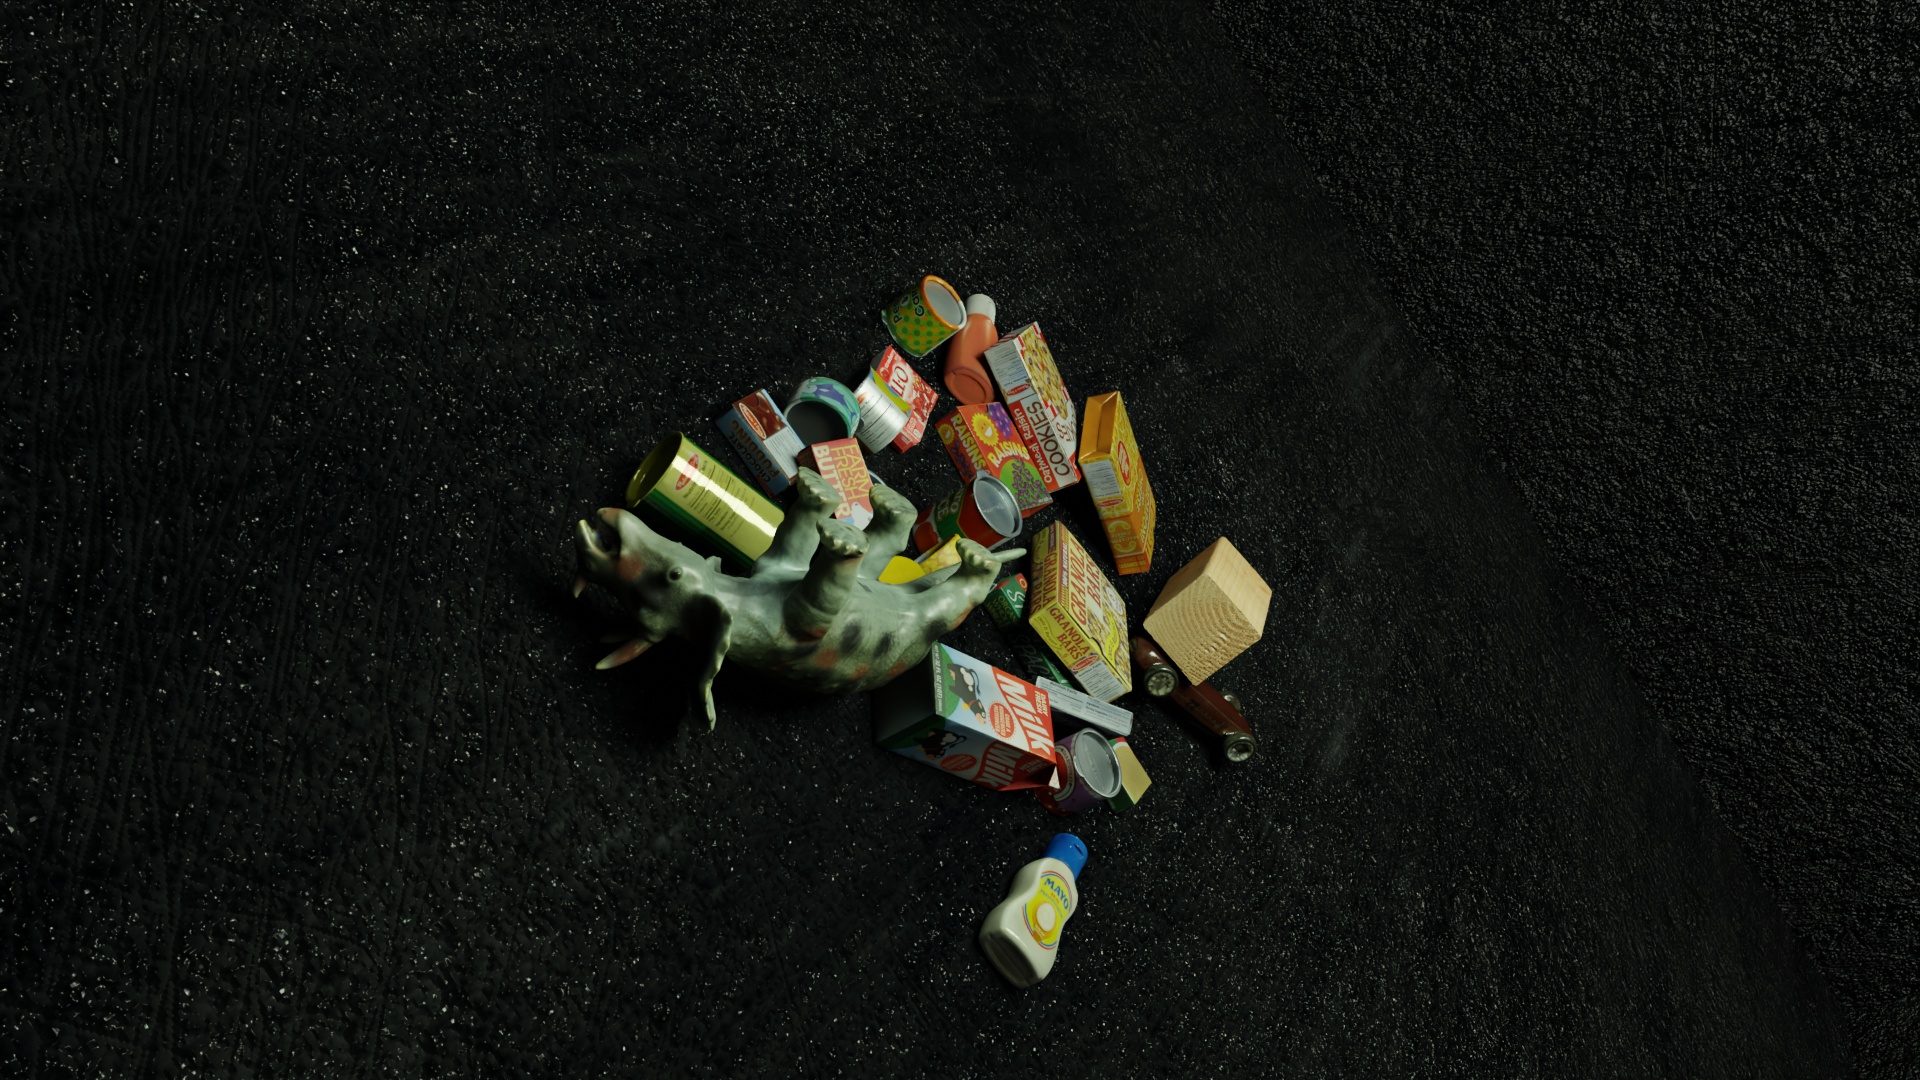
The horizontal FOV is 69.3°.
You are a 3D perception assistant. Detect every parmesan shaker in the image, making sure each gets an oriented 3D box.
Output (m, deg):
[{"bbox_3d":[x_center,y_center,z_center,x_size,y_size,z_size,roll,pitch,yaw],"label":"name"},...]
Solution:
[{"bbox_3d":[-0.197,-0.025,1.065,0.103,0.071,0.072,39,37,-28],"label":"parmesan shaker"}]

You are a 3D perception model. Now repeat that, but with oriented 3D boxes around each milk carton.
[{"bbox_3d":[0.018,0.157,1.189,0.190,0.073,0.073,27,44,-39],"label":"milk carton"}]

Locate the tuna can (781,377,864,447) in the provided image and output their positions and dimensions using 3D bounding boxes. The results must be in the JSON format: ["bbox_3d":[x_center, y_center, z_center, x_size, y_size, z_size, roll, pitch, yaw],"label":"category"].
[{"bbox_3d":[-0.121,-0.107,1.227,0.071,0.071,0.033,44,37,-21],"label":"tuna can"}]

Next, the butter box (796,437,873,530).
[{"bbox_3d":[-0.097,-0.034,1.180,0.053,0.024,0.103,-15,82,-44],"label":"butter box"}]

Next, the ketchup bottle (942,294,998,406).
[{"bbox_3d":[0.016,-0.211,1.514,0.064,0.043,0.149,44,35,-31],"label":"ketchup bottle"}]

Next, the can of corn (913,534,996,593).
[{"bbox_3d":[-0.011,0.035,1.254,0.058,0.071,0.071,54,33,-5],"label":"can of corn"}]

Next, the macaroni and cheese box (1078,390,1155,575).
[{"bbox_3d":[0.178,-0.064,1.552,0.124,0.040,0.165,-76,149,-49],"label":"macaroni and cheese box"}]

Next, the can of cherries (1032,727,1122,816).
[{"bbox_3d":[0.103,0.212,1.271,0.071,0.058,0.072,32,42,-35],"label":"can of cherries"}]

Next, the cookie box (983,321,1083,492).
[{"bbox_3d":[0.089,-0.147,1.512,0.167,0.040,0.123,65,20,-10],"label":"cookie box"}]

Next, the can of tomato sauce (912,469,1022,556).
[{"bbox_3d":[0.005,-0.016,1.304,0.071,0.083,0.071,33,40,-34],"label":"can of tomato sauce"}]

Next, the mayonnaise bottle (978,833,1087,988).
[{"bbox_3d":[0.067,0.303,1.164,0.064,0.041,0.149,52,34,-6],"label":"mayonnaise bottle"}]

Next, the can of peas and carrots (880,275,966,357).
[{"bbox_3d":[-0.038,-0.236,1.450,0.071,0.058,0.071,33,40,-33],"label":"can of peas and carrots"}]

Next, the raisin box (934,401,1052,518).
[{"bbox_3d":[0.035,-0.080,1.437,0.086,0.040,0.123,-16,76,-55],"label":"raisin box"}]

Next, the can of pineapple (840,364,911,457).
[{"bbox_3d":[-0.088,-0.120,1.284,0.058,0.070,0.071,45,35,-21],"label":"can of pineapple"}]

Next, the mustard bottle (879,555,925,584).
[{"bbox_3d":[-0.089,0.048,1.160,0.160,0.048,0.065,-1,67,-52],"label":"mustard bottle"}]

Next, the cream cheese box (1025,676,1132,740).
[{"bbox_3d":[0.103,0.158,1.289,0.104,0.053,0.024,23,68,-17],"label":"cream cheese box"}]

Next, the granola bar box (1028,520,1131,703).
[{"bbox_3d":[0.119,0.070,1.385,0.124,0.039,0.166,50,21,-20],"label":"granola bar box"}]

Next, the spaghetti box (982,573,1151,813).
[{"bbox_3d":[0.103,0.146,1.350,0.250,0.028,0.050,58,32,0],"label":"spaghetti box"}]

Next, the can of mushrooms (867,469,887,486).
[{"bbox_3d":[-0.091,-0.030,1.235,0.071,0.033,0.071,33,41,-34],"label":"can of mushrooms"}]

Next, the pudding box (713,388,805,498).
[{"bbox_3d":[-0.165,-0.084,1.185,0.083,0.030,0.050,55,34,-5],"label":"pudding box"}]
